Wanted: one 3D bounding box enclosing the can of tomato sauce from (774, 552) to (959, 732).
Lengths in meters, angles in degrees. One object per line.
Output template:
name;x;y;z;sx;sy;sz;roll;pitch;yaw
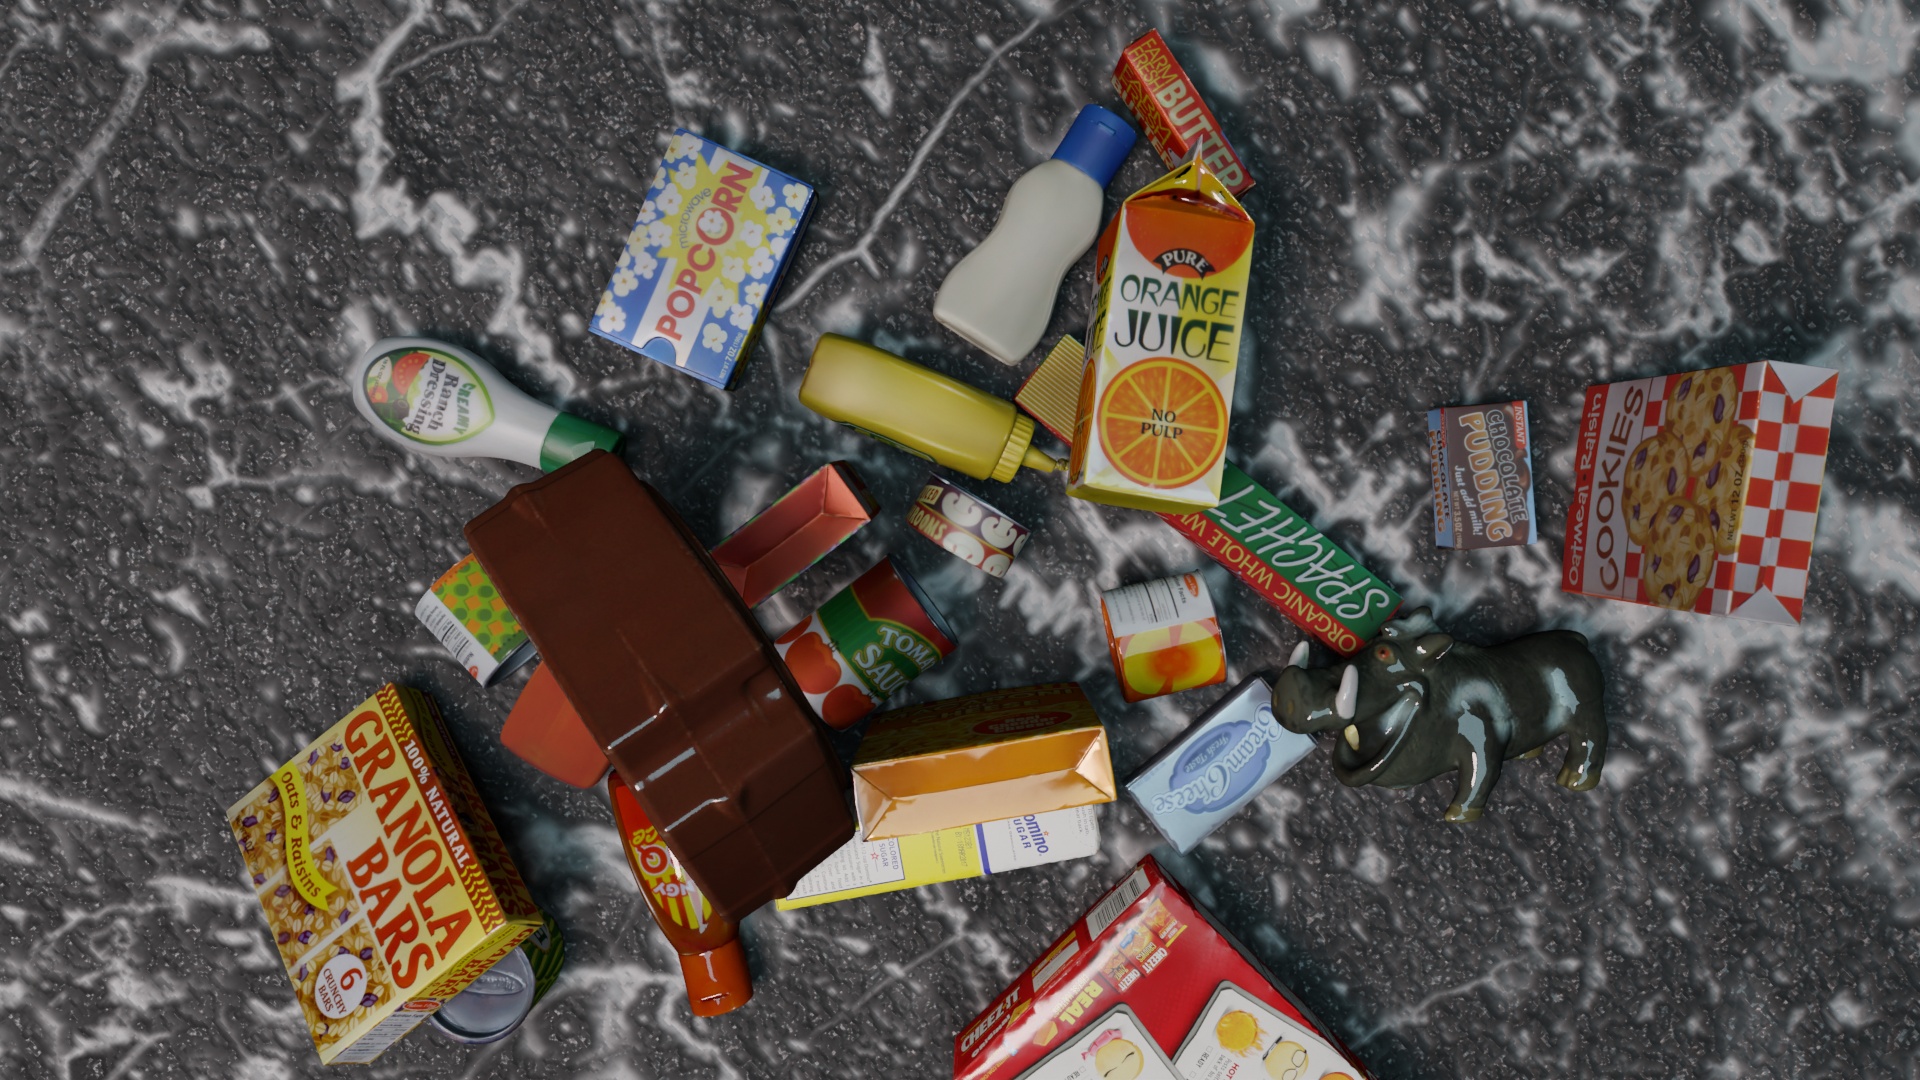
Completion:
can of tomato sauce;-0.052;0.059;0.782;0.083;0.071;0.071;-37;91;2

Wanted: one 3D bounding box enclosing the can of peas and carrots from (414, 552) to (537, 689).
can of peas and carrots;-0.261;0.039;0.785;0.071;0.071;0.059;-43;91;2

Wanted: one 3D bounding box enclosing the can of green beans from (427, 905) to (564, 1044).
can of green beans;-0.267;0.244;0.793;0.071;0.058;0.071;0;92;0

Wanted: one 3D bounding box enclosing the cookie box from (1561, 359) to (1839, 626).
cookie box;0.378;-0.025;0.730;0.040;0.167;0.123;7;92;-3

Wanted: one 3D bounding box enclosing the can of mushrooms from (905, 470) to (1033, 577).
can of mushrooms;0.003;-0.010;0.780;0.071;0.071;0.033;31;94;-1

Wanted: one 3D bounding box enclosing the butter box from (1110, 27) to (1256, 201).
butter box;0.124;-0.231;0.781;0.024;0.053;0.103;-34;91;0

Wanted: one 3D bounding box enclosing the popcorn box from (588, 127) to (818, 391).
popcorn box;-0.144;-0.159;0.791;0.085;0.038;0.126;24;91;-2

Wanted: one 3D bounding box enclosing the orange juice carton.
orange juice carton;0.108;-0.115;0.749;0.073;0.072;0.192;8;86;-3

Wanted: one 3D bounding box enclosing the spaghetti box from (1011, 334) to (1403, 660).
spaghetti box;0.142;-0.023;0.799;0.250;0.029;0.050;38;92;-1

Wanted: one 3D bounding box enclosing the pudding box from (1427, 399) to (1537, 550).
pudding box;0.299;-0.037;0.798;0.050;0.030;0.083;-4;92;-1

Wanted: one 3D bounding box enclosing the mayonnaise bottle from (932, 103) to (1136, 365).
mayonnaise bottle;0.047;-0.175;0.790;0.065;0.041;0.148;33;90;-2

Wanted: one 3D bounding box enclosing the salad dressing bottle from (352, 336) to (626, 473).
salad dressing bottle;-0.266;-0.070;0.791;0.148;0.044;0.064;20;91;-1

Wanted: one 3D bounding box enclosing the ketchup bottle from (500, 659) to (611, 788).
ketchup bottle;-0.200;0.064;0.795;0.065;0.043;0.148;30;91;-4

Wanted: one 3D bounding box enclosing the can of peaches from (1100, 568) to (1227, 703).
can of peaches;0.114;0.056;0.784;0.058;0.071;0.071;-12;92;1

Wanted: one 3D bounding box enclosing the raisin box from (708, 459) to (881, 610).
raisin box;-0.090;-0.004;0.753;0.086;0.123;0.040;-37;93;2

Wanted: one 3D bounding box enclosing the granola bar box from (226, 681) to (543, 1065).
granola bar box;-0.319;0.181;0.766;0.124;0.039;0.166;-38;63;1

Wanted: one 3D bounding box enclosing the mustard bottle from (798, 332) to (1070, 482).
mustard bottle;-0.011;-0.068;0.782;0.160;0.065;0.048;22;94;-5

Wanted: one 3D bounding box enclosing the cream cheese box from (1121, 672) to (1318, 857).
cream cheese box;0.149;0.129;0.805;0.104;0.024;0.053;-40;92;1

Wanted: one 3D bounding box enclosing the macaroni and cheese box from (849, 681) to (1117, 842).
macaroni and cheese box;0.012;0.111;0.734;0.124;0.166;0.040;-9;92;0

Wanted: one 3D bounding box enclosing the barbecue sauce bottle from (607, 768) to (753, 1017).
barbecue sauce bottle;-0.154;0.196;0.799;0.065;0.043;0.148;-14;92;0
